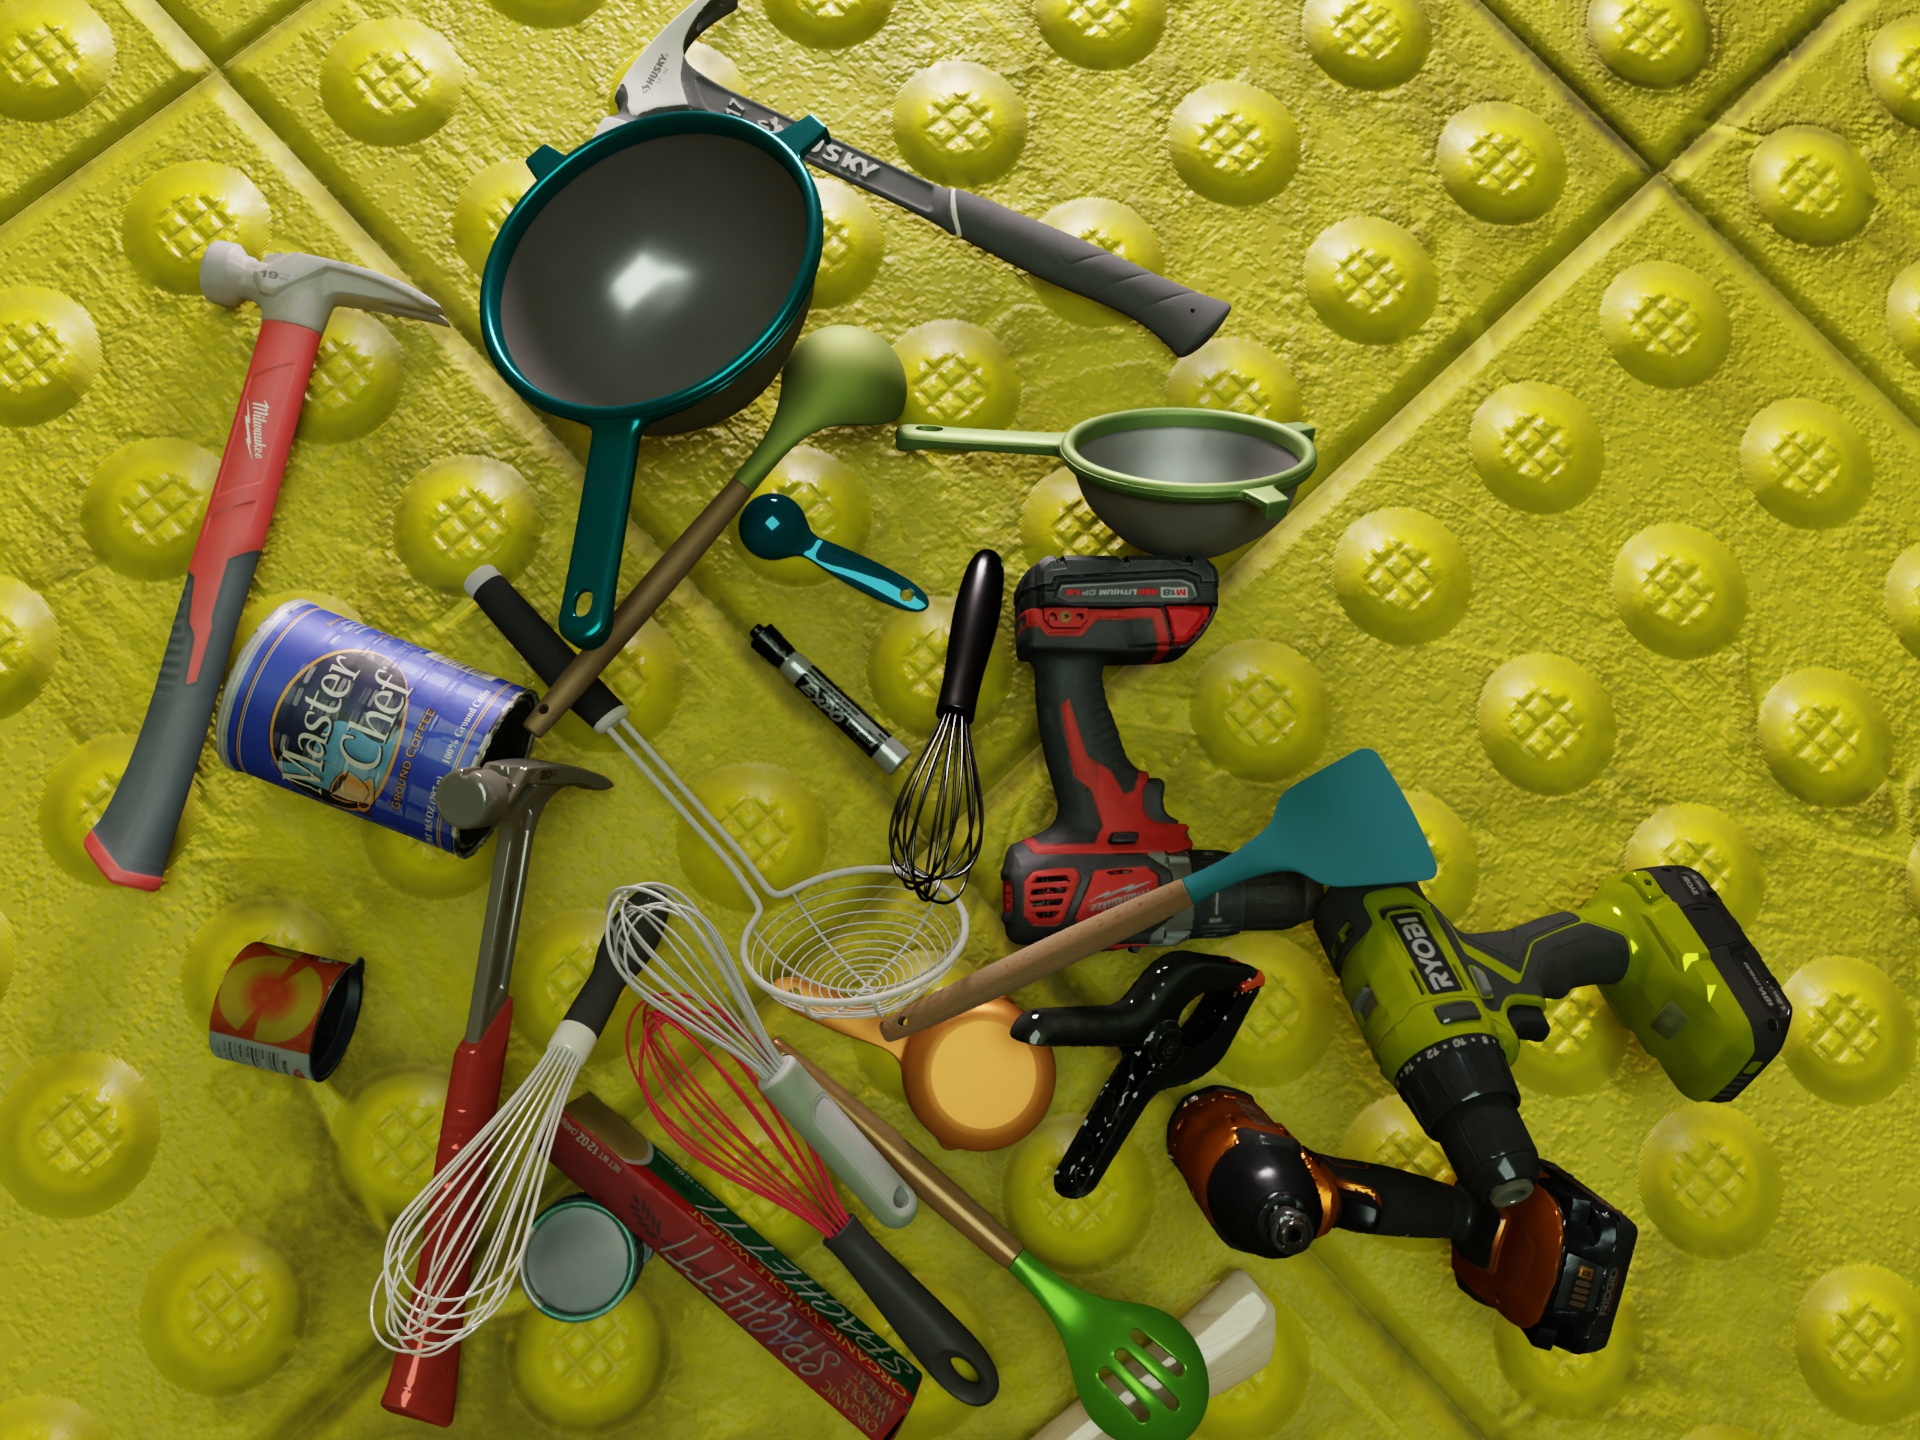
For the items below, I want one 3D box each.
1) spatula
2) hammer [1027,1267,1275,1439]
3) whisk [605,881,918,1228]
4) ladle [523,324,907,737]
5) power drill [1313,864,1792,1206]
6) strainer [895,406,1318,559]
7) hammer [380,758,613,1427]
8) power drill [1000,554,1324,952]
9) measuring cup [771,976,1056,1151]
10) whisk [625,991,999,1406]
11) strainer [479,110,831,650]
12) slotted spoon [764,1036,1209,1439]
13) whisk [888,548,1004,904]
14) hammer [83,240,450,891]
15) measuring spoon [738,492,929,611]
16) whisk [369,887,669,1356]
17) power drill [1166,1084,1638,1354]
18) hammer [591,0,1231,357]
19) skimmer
[{"bbox_3d":[0.103,0.109,0.874,0.317,0.044,0.082,-25,70,4],"label":"spatula"},{"bbox_3d":[0.001,0.436,0.867,0.410,0.038,0.146,-37,83,-10],"label":"hammer"},{"bbox_3d":[-0.102,0.180,0.842,0.246,0.059,0.058,51,42,-14],"label":"whisk"},{"bbox_3d":[-0.143,-0.112,0.934,0.078,0.062,0.320,34,75,13],"label":"ladle"},{"bbox_3d":[0.327,0.163,0.872,0.228,0.080,0.191,-3,47,-17],"label":"power drill"},{"bbox_3d":[0.083,-0.140,0.962,0.256,0.151,0.069,7,119,16],"label":"strainer"},{"bbox_3d":[-0.260,0.199,0.866,0.037,0.149,0.359,9,90,12],"label":"hammer"},{"bbox_3d":[0.116,0.022,0.934,0.188,0.080,0.227,0,82,-4],"label":"power drill"},{"bbox_3d":[-0.027,0.183,0.902,0.173,0.052,0.095,24,79,-2],"label":"measuring cup"},{"bbox_3d":[-0.080,0.267,0.883,0.073,0.073,0.296,-41,91,-10],"label":"whisk"},{"bbox_3d":[-0.174,-0.187,0.921,0.211,0.095,0.341,0,70,15],"label":"strainer"},{"bbox_3d":[0.009,0.282,0.882,0.314,0.031,0.070,39,74,12],"label":"slotted spoon"},{"bbox_3d":[0.000,-0.003,0.918,0.055,0.055,0.239,12,59,-2],"label":"whisk"},{"bbox_3d":[-0.415,-0.089,0.931,0.143,0.038,0.386,11,79,-4],"label":"hammer"},{"bbox_3d":[-0.076,-0.101,0.966,0.128,0.021,0.042,27,79,2],"label":"measuring spoon"},{"bbox_3d":[-0.219,0.196,0.832,0.070,0.070,0.285,23,47,0],"label":"whisk"},{"bbox_3d":[0.233,0.266,0.852,0.226,0.164,0.084,15,92,-4],"label":"power drill"},{"bbox_3d":[-0.019,-0.334,1.010,0.409,0.036,0.149,24,78,0],"label":"hammer"},{"bbox_3d":[-0.150,0.027,0.904,0.363,0.090,0.127,46,47,7],"label":"skimmer"}]
